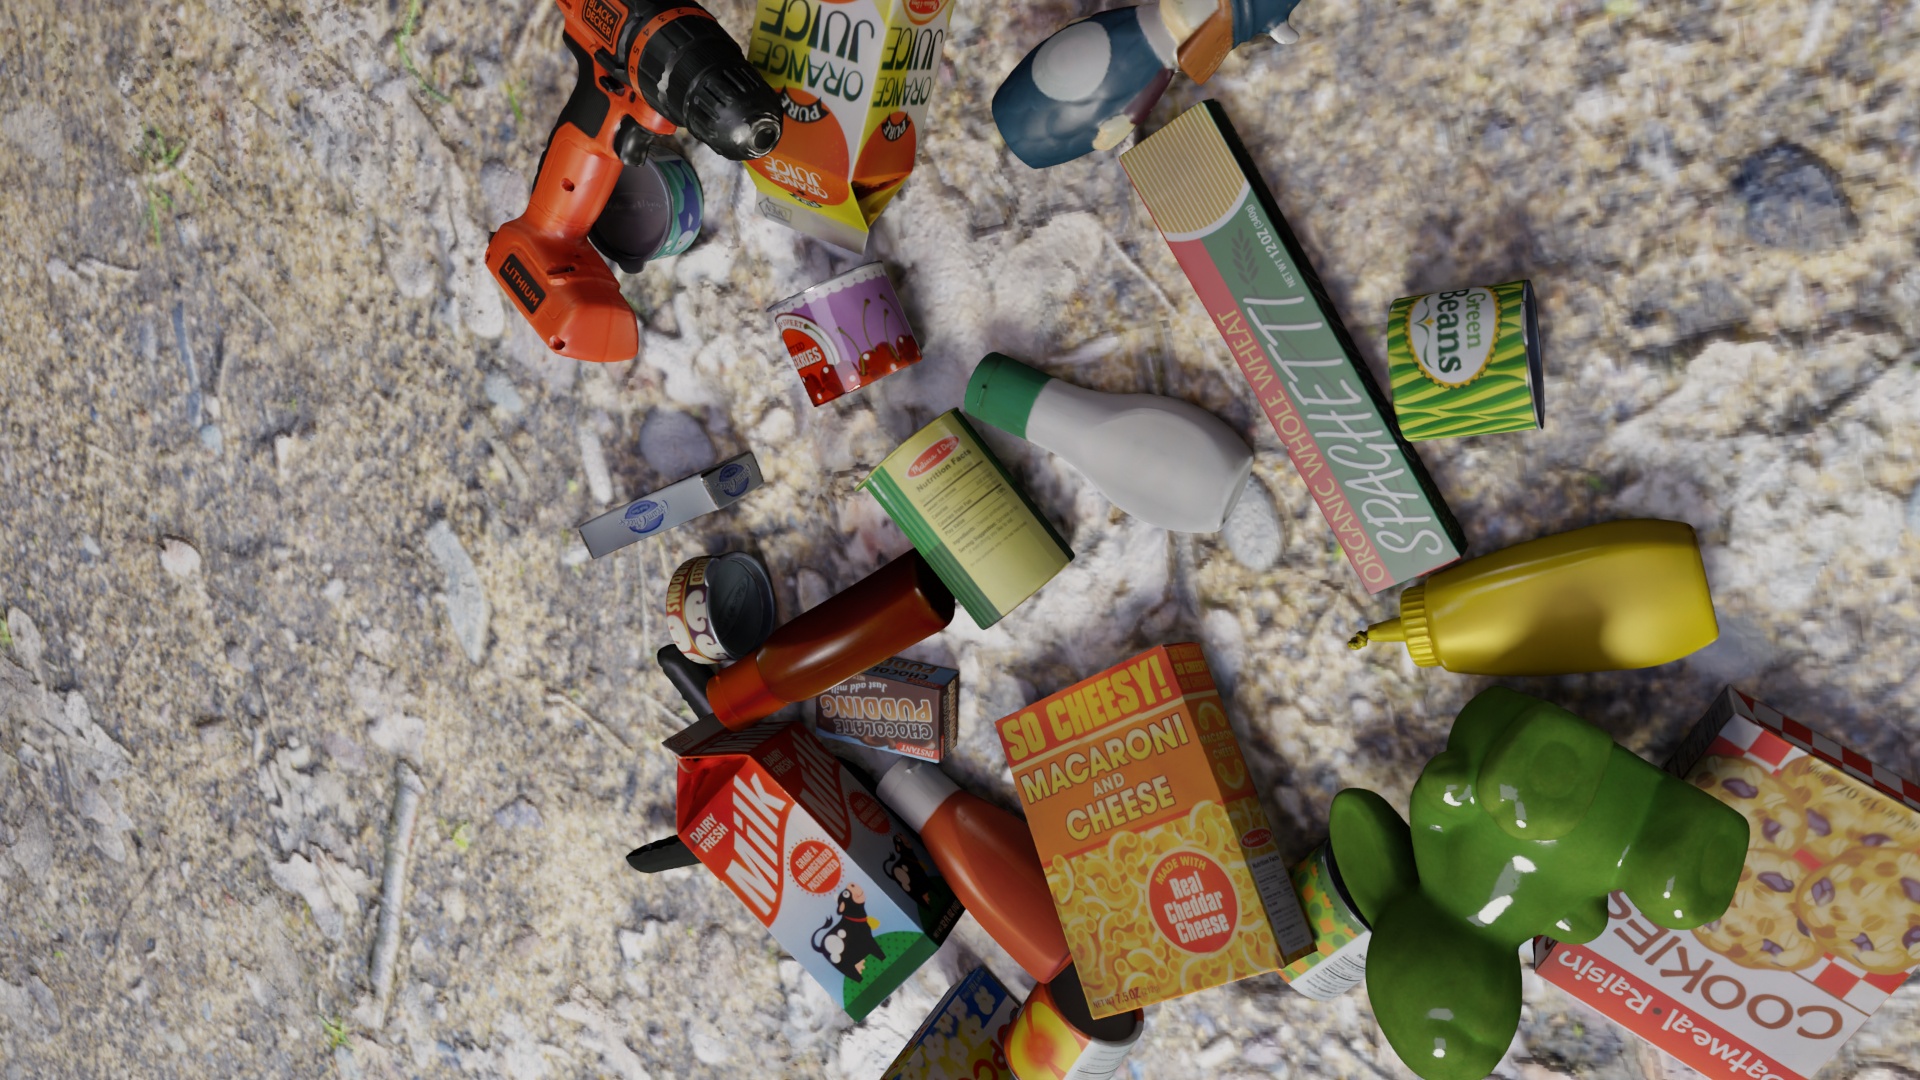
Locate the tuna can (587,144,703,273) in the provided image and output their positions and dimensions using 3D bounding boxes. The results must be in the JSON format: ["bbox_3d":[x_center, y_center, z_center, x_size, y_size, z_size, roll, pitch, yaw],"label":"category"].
[{"bbox_3d":[-0.182,-0.190,0.793,0.071,0.033,0.070,8,110,23],"label":"tuna can"}]

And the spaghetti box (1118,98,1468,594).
[{"bbox_3d":[0.161,-0.091,0.666,0.050,0.029,0.250,-29,93,31],"label":"spaghetti box"}]

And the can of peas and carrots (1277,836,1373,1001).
[{"bbox_3d":[0.194,0.194,0.723,0.071,0.071,0.058,45,120,6],"label":"can of peas and carrots"}]

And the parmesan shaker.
[{"bbox_3d":[0.003,-0.009,0.743,0.071,0.071,0.103,-39,88,30],"label":"parmesan shaker"}]

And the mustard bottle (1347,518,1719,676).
[{"bbox_3d":[0.260,0.032,0.647,0.160,0.049,0.065,-11,102,28],"label":"mustard bottle"}]

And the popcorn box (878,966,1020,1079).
[{"bbox_3d":[0.003,0.324,0.818,0.085,0.127,0.038,47,124,5],"label":"popcorn box"}]

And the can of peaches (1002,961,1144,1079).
[{"bbox_3d":[0.065,0.284,0.812,0.071,0.071,0.057,33,118,12],"label":"can of peaches"}]

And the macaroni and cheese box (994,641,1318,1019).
[{"bbox_3d":[0.098,0.153,0.733,0.123,0.040,0.167,-30,71,35],"label":"macaroni and cheese box"}]

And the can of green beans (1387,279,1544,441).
[{"bbox_3d":[0.225,-0.079,0.617,0.058,0.071,0.071,-4,105,27],"label":"can of green beans"}]

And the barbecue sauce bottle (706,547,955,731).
[{"bbox_3d":[-0.075,0.059,0.787,0.148,0.065,0.043,-30,108,15],"label":"barbecue sauce bottle"}]

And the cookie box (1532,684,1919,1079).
[{"bbox_3d":[0.368,0.169,0.646,0.123,0.040,0.166,31,116,14],"label":"cookie box"}]

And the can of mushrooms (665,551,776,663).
[{"bbox_3d":[-0.143,0.039,0.828,0.033,0.071,0.071,-7,103,29],"label":"can of mushrooms"}]

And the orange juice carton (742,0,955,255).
[{"bbox_3d":[-0.056,-0.244,0.693,0.072,0.073,0.191,24,116,16],"label":"orange juice carton"}]

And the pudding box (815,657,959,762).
[{"bbox_3d":[-0.044,0.097,0.822,0.084,0.030,0.049,10,111,23],"label":"pudding box"}]

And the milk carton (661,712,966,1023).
[{"bbox_3d":[-0.092,0.175,0.808,0.190,0.072,0.073,45,107,6],"label":"milk carton"}]

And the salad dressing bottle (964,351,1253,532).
[{"bbox_3d":[0.074,-0.054,0.711,0.148,0.044,0.064,26,118,17],"label":"salad dressing bottle"}]

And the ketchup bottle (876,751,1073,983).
[{"bbox_3d":[0.015,0.183,0.806,0.149,0.065,0.043,40,139,18],"label":"ketchup bottle"}]

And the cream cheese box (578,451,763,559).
[{"bbox_3d":[-0.173,-0.021,0.832,0.103,0.053,0.024,-19,100,29],"label":"cream cheese box"}]

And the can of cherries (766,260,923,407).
[{"bbox_3d":[-0.063,-0.109,0.741,0.071,0.072,0.058,-19,99,29],"label":"can of cherries"}]
